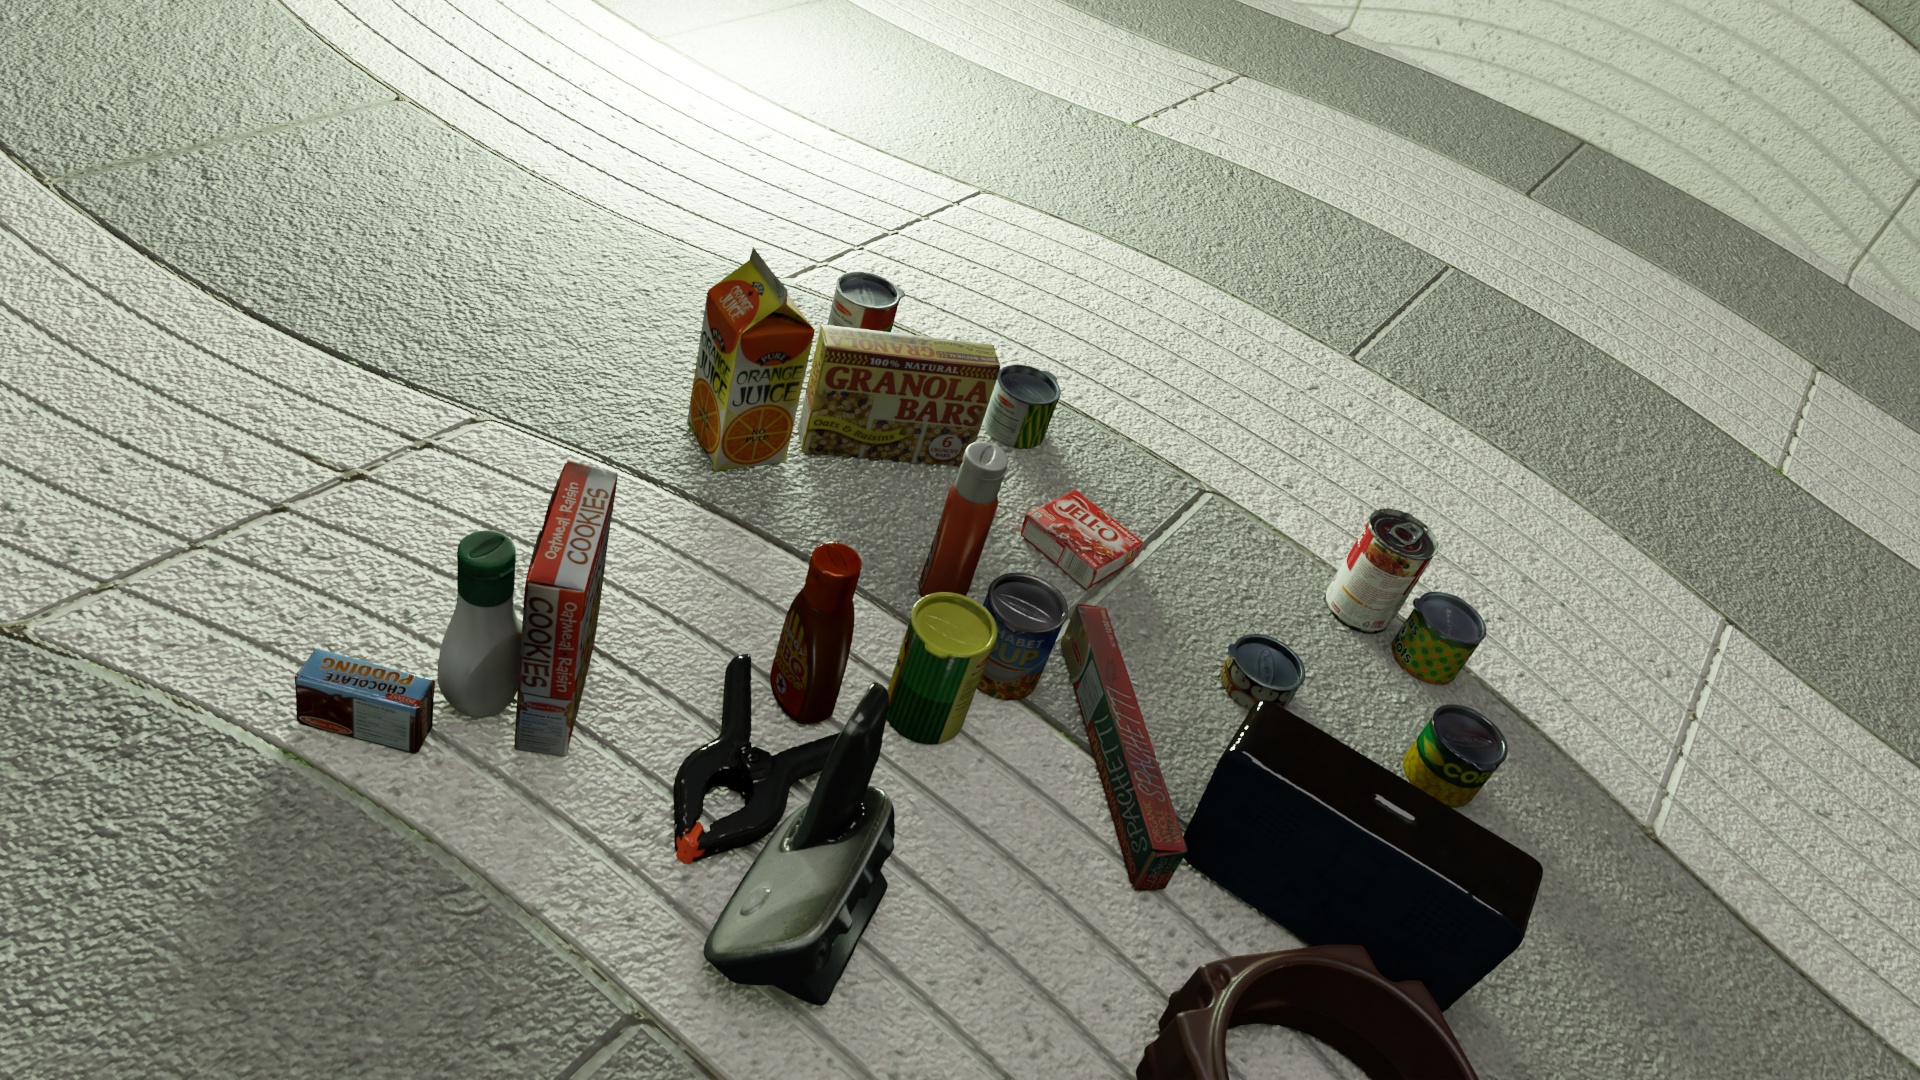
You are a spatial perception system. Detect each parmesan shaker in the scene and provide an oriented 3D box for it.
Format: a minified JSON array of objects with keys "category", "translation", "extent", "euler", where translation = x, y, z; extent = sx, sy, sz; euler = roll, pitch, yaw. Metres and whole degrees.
[{"category":"parmesan shaker","translation":[-0.018,0.100,1.058],"extent":[0.071,0.102,0.072],"euler":[11,40,-9]}]

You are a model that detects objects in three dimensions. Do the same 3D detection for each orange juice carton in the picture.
[{"category":"orange juice carton","translation":[-0.183,-0.158,1.220],"extent":[0.073,0.191,0.072],"euler":[-10,48,-31]}]

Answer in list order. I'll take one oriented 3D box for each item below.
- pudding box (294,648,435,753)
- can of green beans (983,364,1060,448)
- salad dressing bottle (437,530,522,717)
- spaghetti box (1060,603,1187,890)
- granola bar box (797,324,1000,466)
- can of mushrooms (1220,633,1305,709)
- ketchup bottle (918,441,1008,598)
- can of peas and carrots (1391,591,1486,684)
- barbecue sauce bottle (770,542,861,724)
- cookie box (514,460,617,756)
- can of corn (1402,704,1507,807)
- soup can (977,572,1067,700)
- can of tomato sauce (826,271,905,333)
[{"category":"pudding box","translation":[-0.402,0.109,0.938],"extent":[0.084,0.049,0.030],"euler":[15,39,-4]},{"category":"can of green beans","translation":[0.061,-0.134,1.395],"extent":[0.071,0.057,0.071],"euler":[11,40,-9]},{"category":"salad dressing bottle","translation":[-0.326,0.058,0.950],"extent":[0.044,0.146,0.064],"euler":[33,41,16]},{"category":"spaghetti box","translation":[0.124,0.156,1.091],"extent":[0.029,0.049,0.251],"euler":[5,41,-17]},{"category":"granola bar box","translation":[-0.058,-0.132,1.293],"extent":[0.166,0.123,0.039],"euler":[4,42,-18]},{"category":"can of mushrooms","translation":[0.260,0.115,1.205],"extent":[0.071,0.033,0.071],"euler":[11,40,-9]},{"category":"ketchup bottle","translation":[0.004,-0.015,1.163],"extent":[0.043,0.148,0.065],"euler":[21,39,2]},{"category":"can of peas and carrots","translation":[0.440,0.090,1.285],"extent":[0.071,0.058,0.071],"euler":[11,40,-9]},{"category":"barbecue sauce bottle","translation":[-0.105,0.066,1.026],"extent":[0.044,0.147,0.065],"euler":[-10,48,-31]},{"category":"cookie box","translation":[-0.276,0.048,0.965],"extent":[0.040,0.166,0.123],"euler":[10,40,-10]},{"category":"can of corn","translation":[0.416,0.183,1.168],"extent":[0.071,0.058,0.071],"euler":[11,40,-9]},{"category":"soup can","translation":[0.042,0.079,1.120],"extent":[0.071,0.083,0.072],"euler":[11,40,-9]},{"category":"can of tomato sauce","translation":[-0.100,-0.221,1.411],"extent":[0.071,0.082,0.071],"euler":[11,40,-9]}]
